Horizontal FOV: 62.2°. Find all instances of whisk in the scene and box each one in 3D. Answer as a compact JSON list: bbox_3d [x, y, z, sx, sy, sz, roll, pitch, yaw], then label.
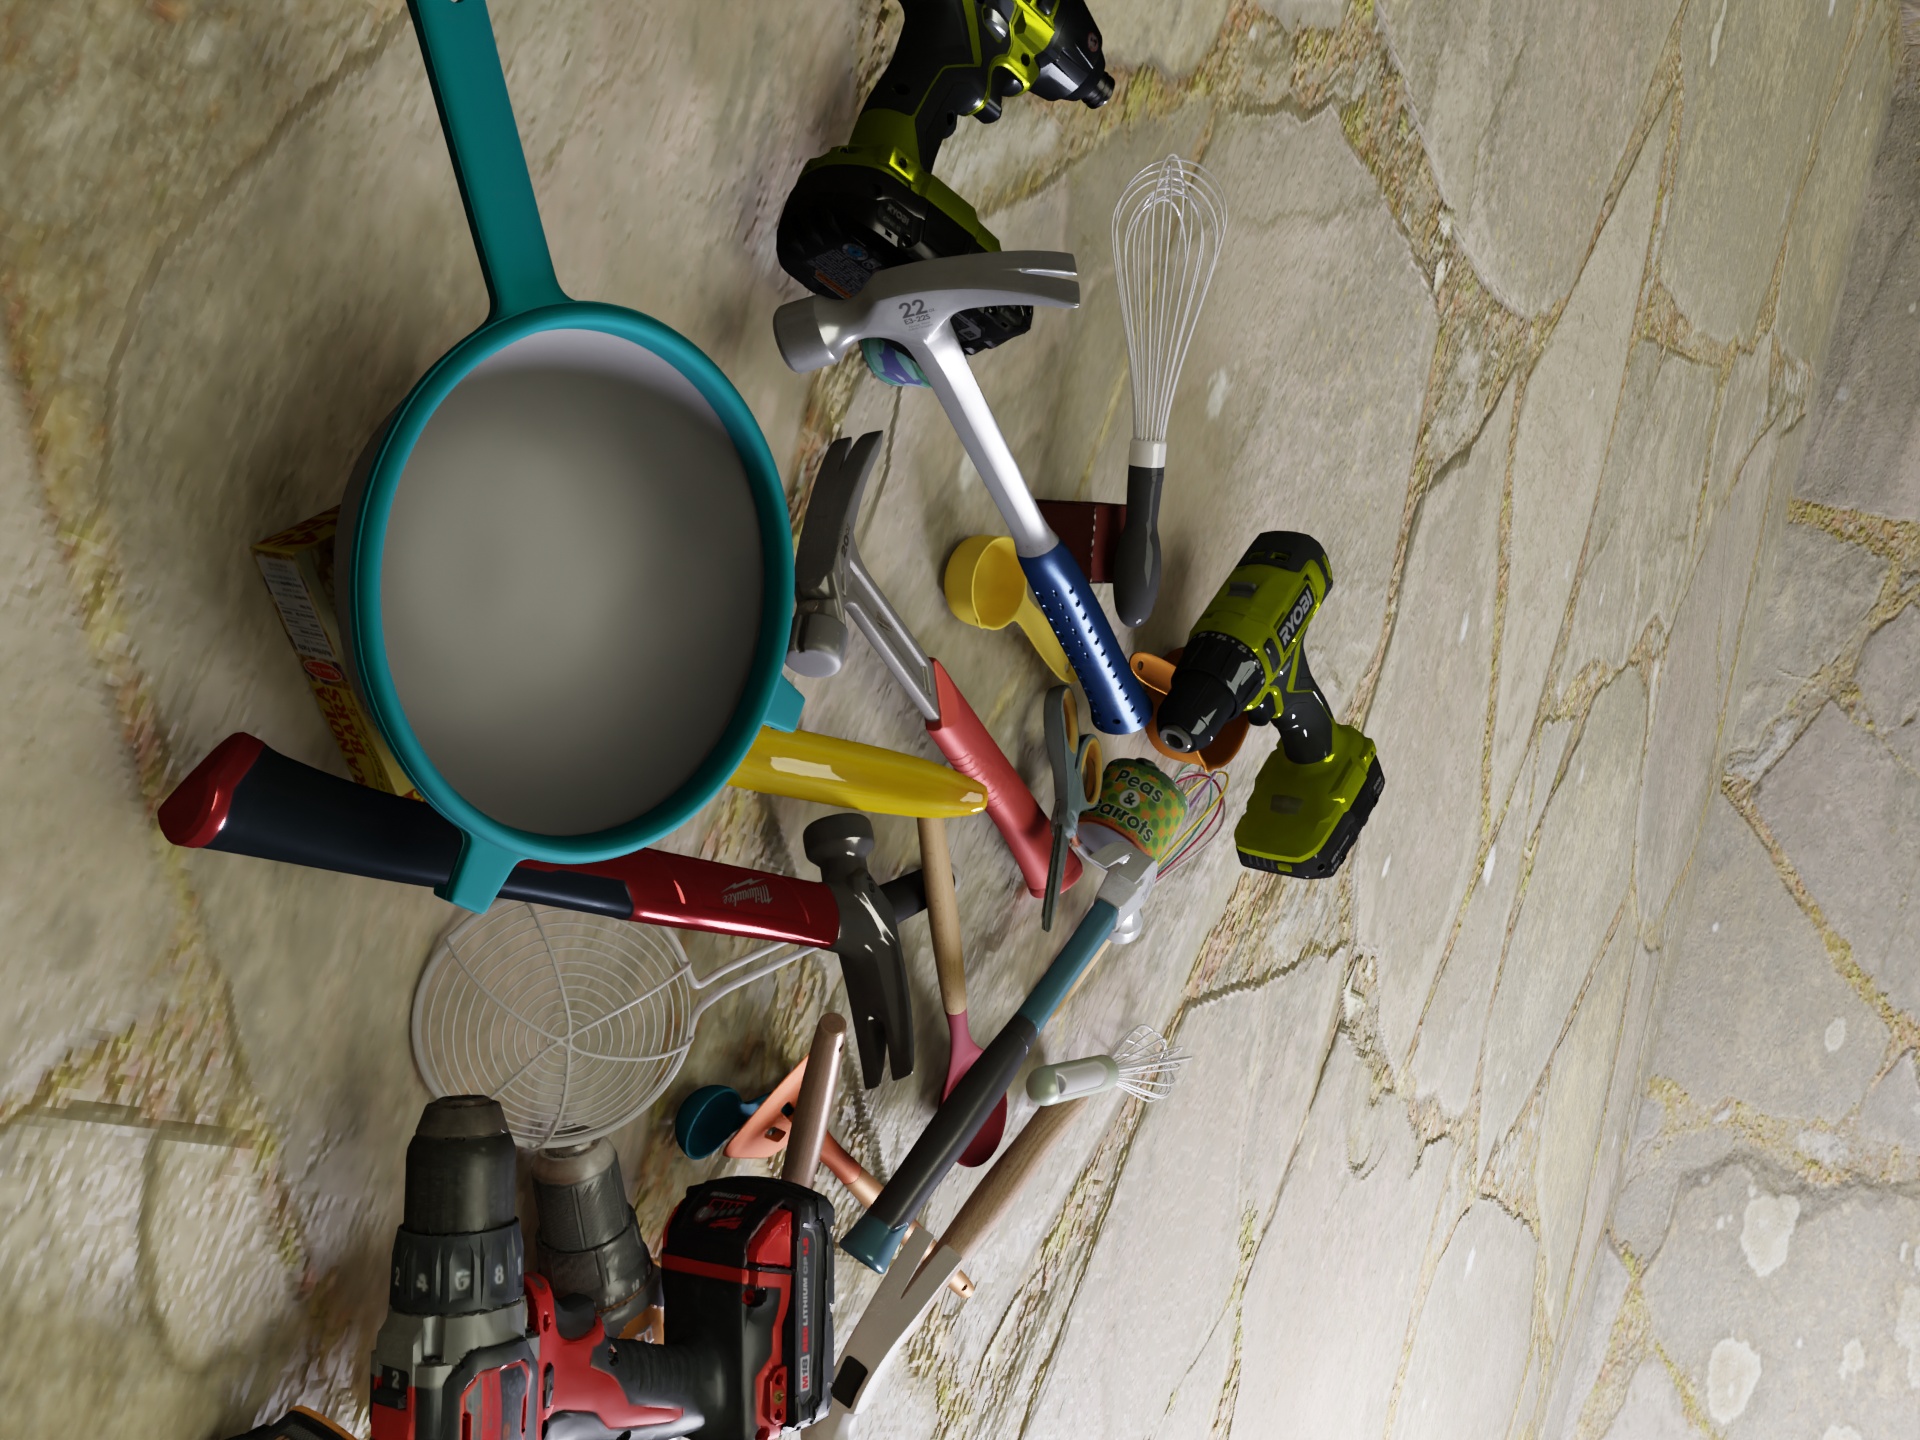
[{"bbox_3d":[0.116,-0.196,0.969,0.070,0.070,0.284,-15,114,-49],"label":"whisk"},{"bbox_3d":[0.126,0.119,1.154,0.245,0.047,0.051,-49,135,-28],"label":"whisk"},{"bbox_3d":[0.105,0.248,1.120,0.246,0.059,0.058,14,65,-62],"label":"whisk"}]

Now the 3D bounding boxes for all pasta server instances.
[{"bbox_3d":[-0.080,0.250,0.832,0.060,0.040,0.316,-51,163,-43],"label":"pasta server"}]

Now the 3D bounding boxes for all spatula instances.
[{"bbox_3d":[-0.052,0.292,0.971,0.081,0.041,0.322,-47,135,-16],"label":"spatula"}]

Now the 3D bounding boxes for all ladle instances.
[{"bbox_3d":[-0.005,0.158,0.972,0.069,0.031,0.315,-46,141,-41],"label":"ladle"}]

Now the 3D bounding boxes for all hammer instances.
[{"bbox_3d":[-0.154,0.083,0.693,0.386,0.038,0.143,20,50,-52],"label":"hammer"},{"bbox_3d":[-0.002,-0.003,0.949,0.358,0.037,0.149,54,38,-48],"label":"hammer"},{"bbox_3d":[0.032,0.201,0.980,0.331,0.033,0.128,-49,158,-33],"label":"hammer"},{"bbox_3d":[0.046,-0.106,0.896,0.405,0.144,0.035,55,27,-53],"label":"hammer"},{"bbox_3d":[0.010,0.312,0.998,0.331,0.031,0.130,-33,150,-60],"label":"hammer"}]

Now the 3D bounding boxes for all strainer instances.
[{"bbox_3d":[-0.179,-0.113,0.604,0.211,0.095,0.340,-33,120,-46],"label":"strainer"}]

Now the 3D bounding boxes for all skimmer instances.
[{"bbox_3d":[-0.122,0.120,0.850,0.363,0.090,0.127,-16,106,-60],"label":"skimmer"}]

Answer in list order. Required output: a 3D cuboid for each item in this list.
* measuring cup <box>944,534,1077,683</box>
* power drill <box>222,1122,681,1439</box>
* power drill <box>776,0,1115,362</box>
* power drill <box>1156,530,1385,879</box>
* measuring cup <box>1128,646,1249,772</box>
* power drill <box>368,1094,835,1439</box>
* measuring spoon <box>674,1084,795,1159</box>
[{"bbox_3d":[0.035,-0.064,1.007,0.156,0.029,0.062,45,64,-52],"label":"measuring cup"},{"bbox_3d":[-0.225,0.310,0.729,0.226,0.084,0.185,-26,116,-50],"label":"power drill"},{"bbox_3d":[0.001,-0.309,0.827,0.171,0.080,0.223,28,70,-37],"label":"power drill"},{"bbox_3d":[0.219,0.006,1.131,0.191,0.080,0.228,-53,133,-30],"label":"power drill"},{"bbox_3d":[0.148,-0.022,1.138,0.173,0.052,0.095,23,81,-50],"label":"measuring cup"},{"bbox_3d":[-0.157,0.254,0.706,0.226,0.080,0.188,8,79,-54],"label":"power drill"},{"bbox_3d":[-0.119,0.214,0.892,0.128,0.021,0.042,4,108,-61],"label":"measuring spoon"}]
